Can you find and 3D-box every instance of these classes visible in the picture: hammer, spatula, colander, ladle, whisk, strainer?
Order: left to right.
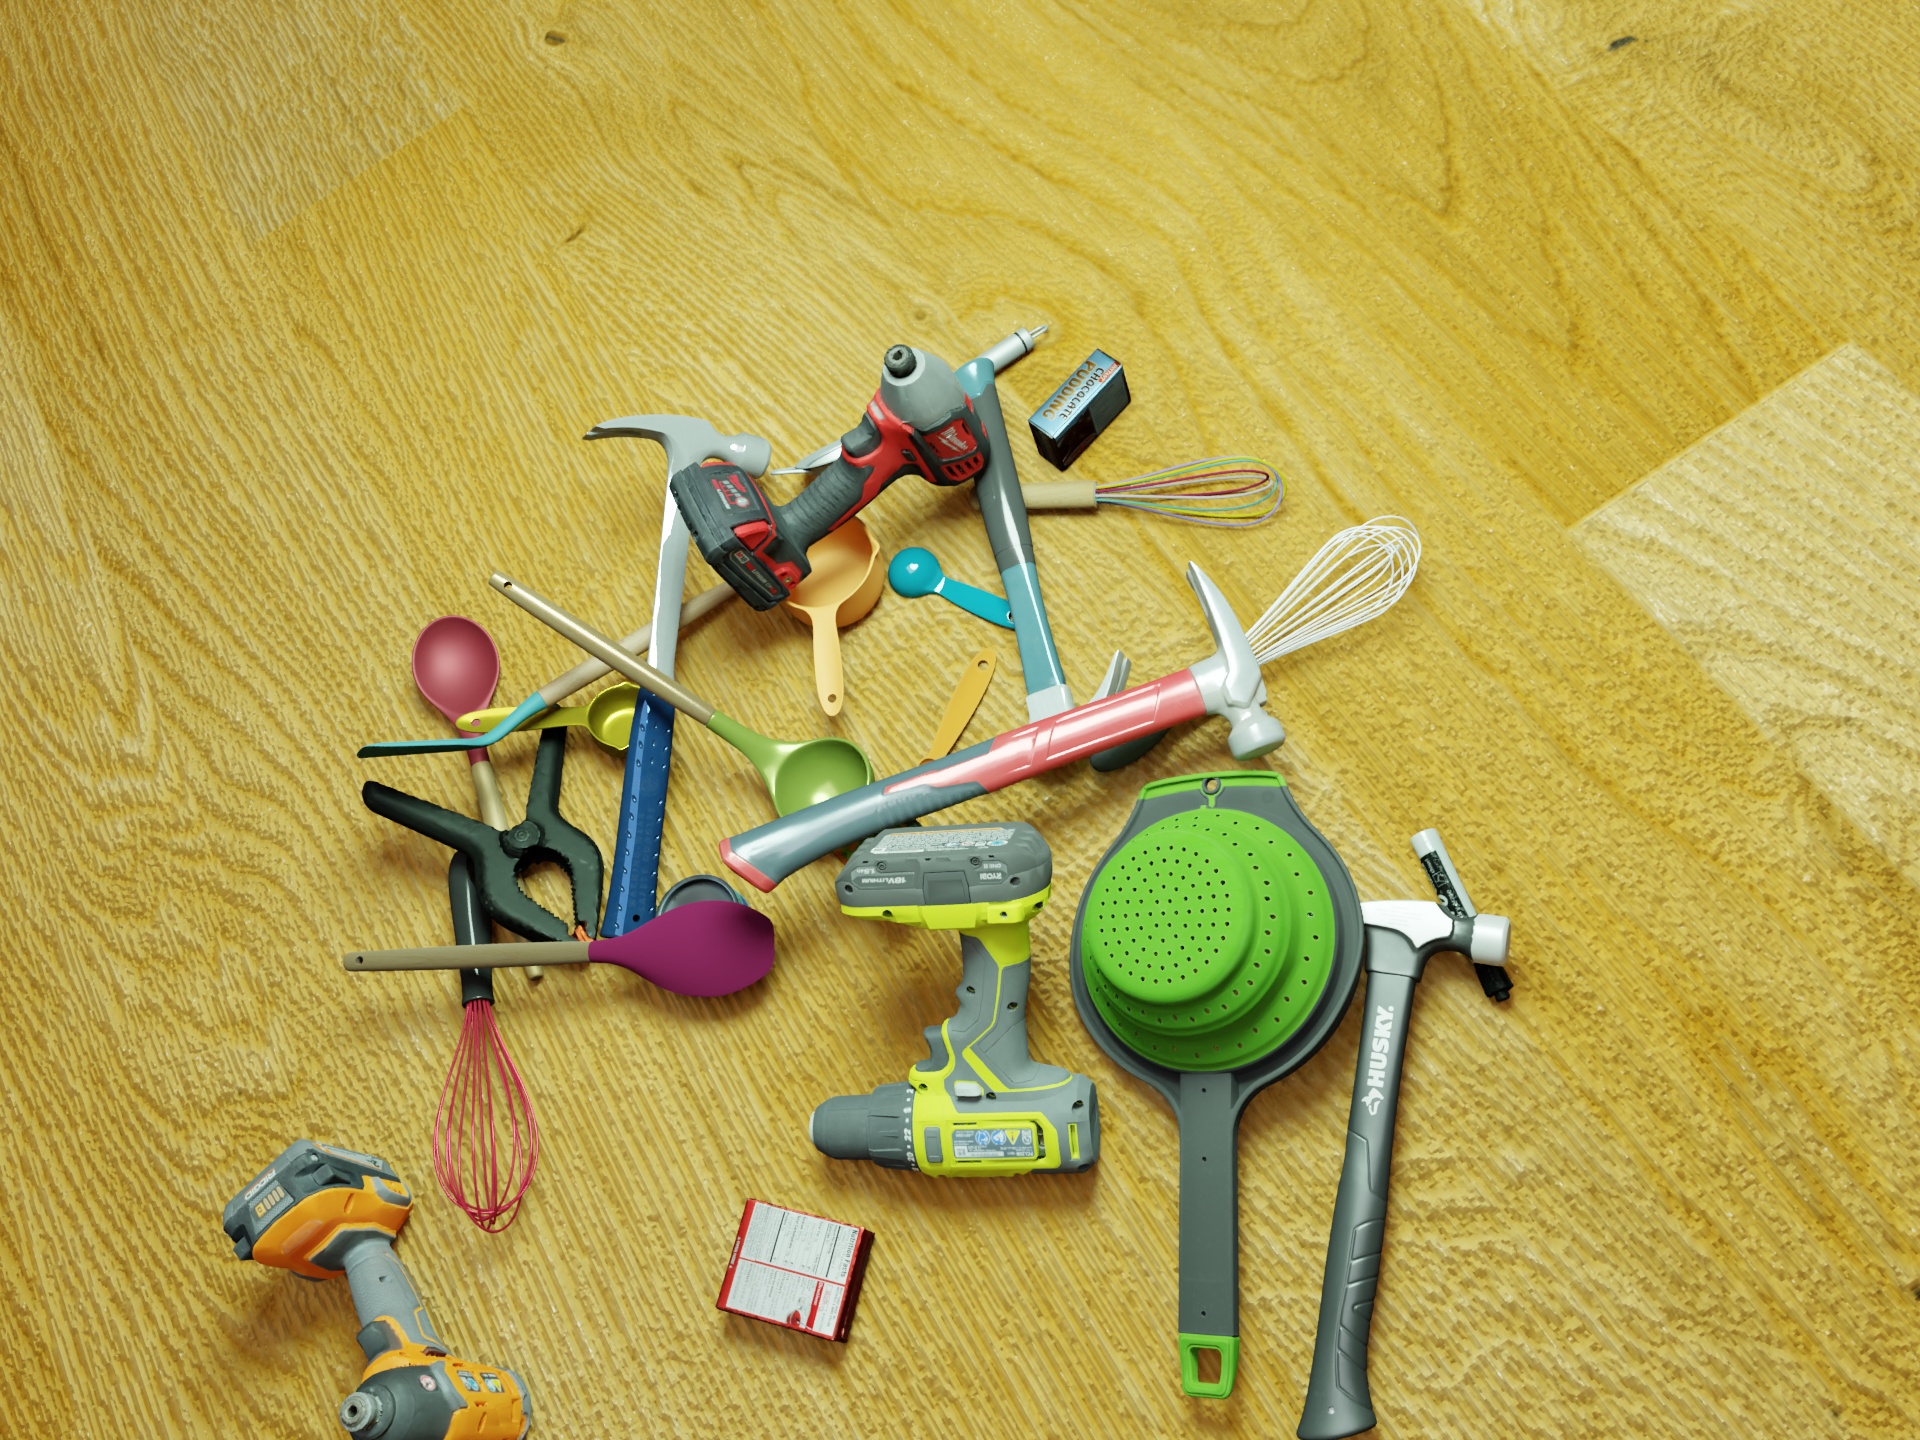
[{"bbox_3d":[-0.349,0.224,1.156,0.073,0.073,0.296,-18,60,6],"label":"whisk"},{"bbox_3d":[-0.368,0.057,1.245,0.069,0.031,0.316,-18,67,-9],"label":"ladle"},{"bbox_3d":[-0.303,-0.039,1.211,0.317,0.082,0.044,-34,96,-23],"label":"spatula"},{"bbox_3d":[-0.233,-0.038,1.202,0.144,0.035,0.406,11,77,-29],"label":"hammer"},{"bbox_3d":[-0.202,-0.018,1.151,0.320,0.062,0.078,33,76,-6],"label":"ladle"},{"bbox_3d":[-0.033,-0.248,1.281,0.258,0.050,0.087,-35,21,-8],"label":"strainer"},{"bbox_3d":[0.016,0.017,1.090,0.386,0.038,0.143,-20,74,-2],"label":"hammer"},{"bbox_3d":[0.039,-0.124,1.193,0.128,0.033,0.331,-19,69,17],"label":"hammer"},{"bbox_3d":[0.125,-0.177,1.213,0.245,0.047,0.051,1,70,17],"label":"whisk"},{"bbox_3d":[0.143,0.211,0.997,0.204,0.094,0.397,-7,68,27],"label":"colander"},{"bbox_3d":[0.210,-0.049,1.137,0.284,0.070,0.070,-36,65,3],"label":"whisk"},{"bbox_3d":[0.249,0.275,0.996,0.146,0.035,0.335,5,72,25],"label":"hammer"}]

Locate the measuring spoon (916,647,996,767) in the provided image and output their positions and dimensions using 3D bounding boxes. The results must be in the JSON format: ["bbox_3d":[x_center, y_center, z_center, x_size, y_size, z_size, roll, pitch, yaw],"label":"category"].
[{"bbox_3d":[-0.002,-0.004,1.191,0.021,0.011,0.117,25,72,6],"label":"measuring spoon"}]

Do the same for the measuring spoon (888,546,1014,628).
[{"bbox_3d":[-0.002,-0.101,1.222,0.129,0.021,0.042,26,76,23],"label":"measuring spoon"}]

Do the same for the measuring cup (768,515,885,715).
[{"bbox_3d":[-0.098,-0.076,1.221,0.095,0.052,0.174,-10,68,9],"label":"measuring cup"}]

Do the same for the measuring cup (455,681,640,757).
[{"bbox_3d":[-0.309,0.004,1.231,0.156,0.029,0.062,-2,58,-2],"label":"measuring cup"}]

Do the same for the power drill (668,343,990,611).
[{"bbox_3d":[-0.090,-0.183,1.153,0.219,0.143,0.079,-31,64,4],"label":"power drill"}]

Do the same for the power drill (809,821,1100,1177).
[{"bbox_3d":[-0.014,0.189,1.035,0.190,0.080,0.228,-4,100,12],"label":"power drill"}]

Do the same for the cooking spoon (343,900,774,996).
[{"bbox_3d":[-0.289,0.167,1.139,0.319,0.017,0.069,-3,74,7],"label":"cooking spoon"}]

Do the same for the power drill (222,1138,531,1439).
[{"bbox_3d":[-0.388,0.386,1.041,0.084,0.164,0.227,-43,63,-5],"label":"power drill"}]
